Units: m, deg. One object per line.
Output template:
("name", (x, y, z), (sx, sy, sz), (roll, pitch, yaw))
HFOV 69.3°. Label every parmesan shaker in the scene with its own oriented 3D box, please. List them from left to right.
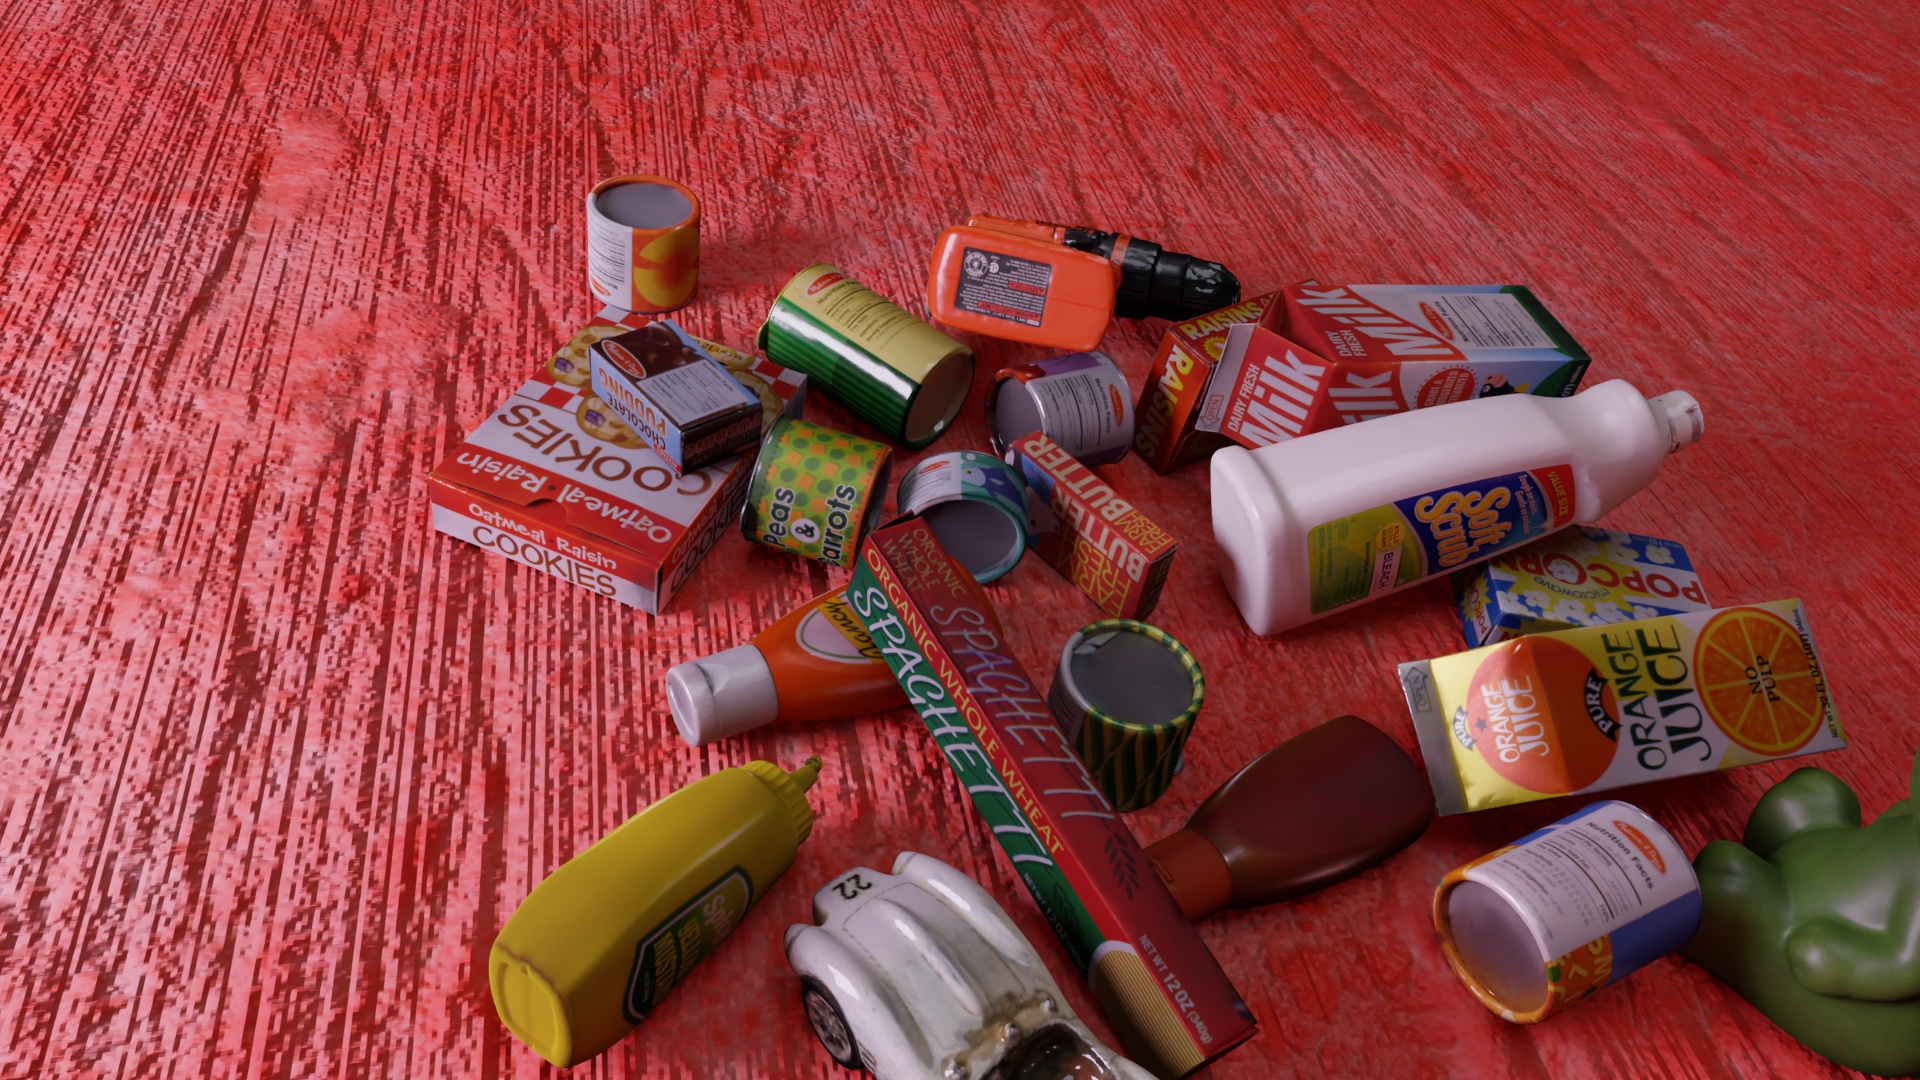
("parmesan shaker", (-0.053, -0.101, 0.777), (0.103, 0.071, 0.072), (34, 47, 21))

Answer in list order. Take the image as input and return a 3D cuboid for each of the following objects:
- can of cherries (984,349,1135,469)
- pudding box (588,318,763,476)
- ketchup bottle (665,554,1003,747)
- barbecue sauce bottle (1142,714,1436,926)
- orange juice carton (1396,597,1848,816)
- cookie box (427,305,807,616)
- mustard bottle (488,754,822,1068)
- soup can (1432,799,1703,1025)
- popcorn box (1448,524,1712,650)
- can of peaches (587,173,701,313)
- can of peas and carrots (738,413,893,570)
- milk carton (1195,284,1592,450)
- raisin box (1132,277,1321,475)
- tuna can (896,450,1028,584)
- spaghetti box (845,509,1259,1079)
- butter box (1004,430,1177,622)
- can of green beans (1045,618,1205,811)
("can of cherries", (0.053, -0.068, 0.770), (0.058, 0.071, 0.072), (-16, 50, -27))
("pudding box", (-0.142, -0.073, 0.691), (0.050, 0.030, 0.084), (-27, 55, -35))
("ketchup bottle", (-0.057, 0.053, 0.628), (0.149, 0.043, 0.065), (-17, 53, -28))
("barbecue sauce bottle", (0.131, 0.126, 0.595), (0.149, 0.043, 0.065), (-18, 50, -29))
("orange juice carton", (0.297, 0.079, 0.643), (0.193, 0.072, 0.072), (-6, 75, -14))
("cookie box", (-0.169, -0.048, 0.710), (0.123, 0.040, 0.168), (20, 43, 8))
("mustard bottle", (-0.102, 0.125, 0.527), (0.049, 0.065, 0.161), (29, 41, 23))
("soup can", (0.249, 0.155, 0.576), (0.084, 0.071, 0.071), (-17, 50, -22))
("popcorn box", (0.335, 0.031, 0.748), (0.127, 0.038, 0.085), (10, 43, -3))
("can of peaches", (-0.188, -0.179, 0.834), (0.071, 0.057, 0.071), (6, 43, -6))
("can of peas and carrots", (-0.070, -0.022, 0.688), (0.059, 0.070, 0.071), (16, 42, 3))
("milk carton", (0.222, -0.087, 0.737), (0.191, 0.072, 0.074), (-2, 44, -15))
("raisin box", (0.162, -0.095, 0.807), (0.124, 0.085, 0.040), (-22, 57, -32))
("tuna can", (0.002, -0.009, 0.694), (0.071, 0.070, 0.033), (7, 44, -7))
("spaghetti box", (0.028, 0.098, 0.561), (0.029, 0.050, 0.251), (-20, 63, -30))
("butter box", (0.063, -0.006, 0.712), (0.024, 0.052, 0.104), (-28, 56, -33))
("can of green beans", (0.071, 0.077, 0.621), (0.071, 0.057, 0.071), (7, 43, -6))
